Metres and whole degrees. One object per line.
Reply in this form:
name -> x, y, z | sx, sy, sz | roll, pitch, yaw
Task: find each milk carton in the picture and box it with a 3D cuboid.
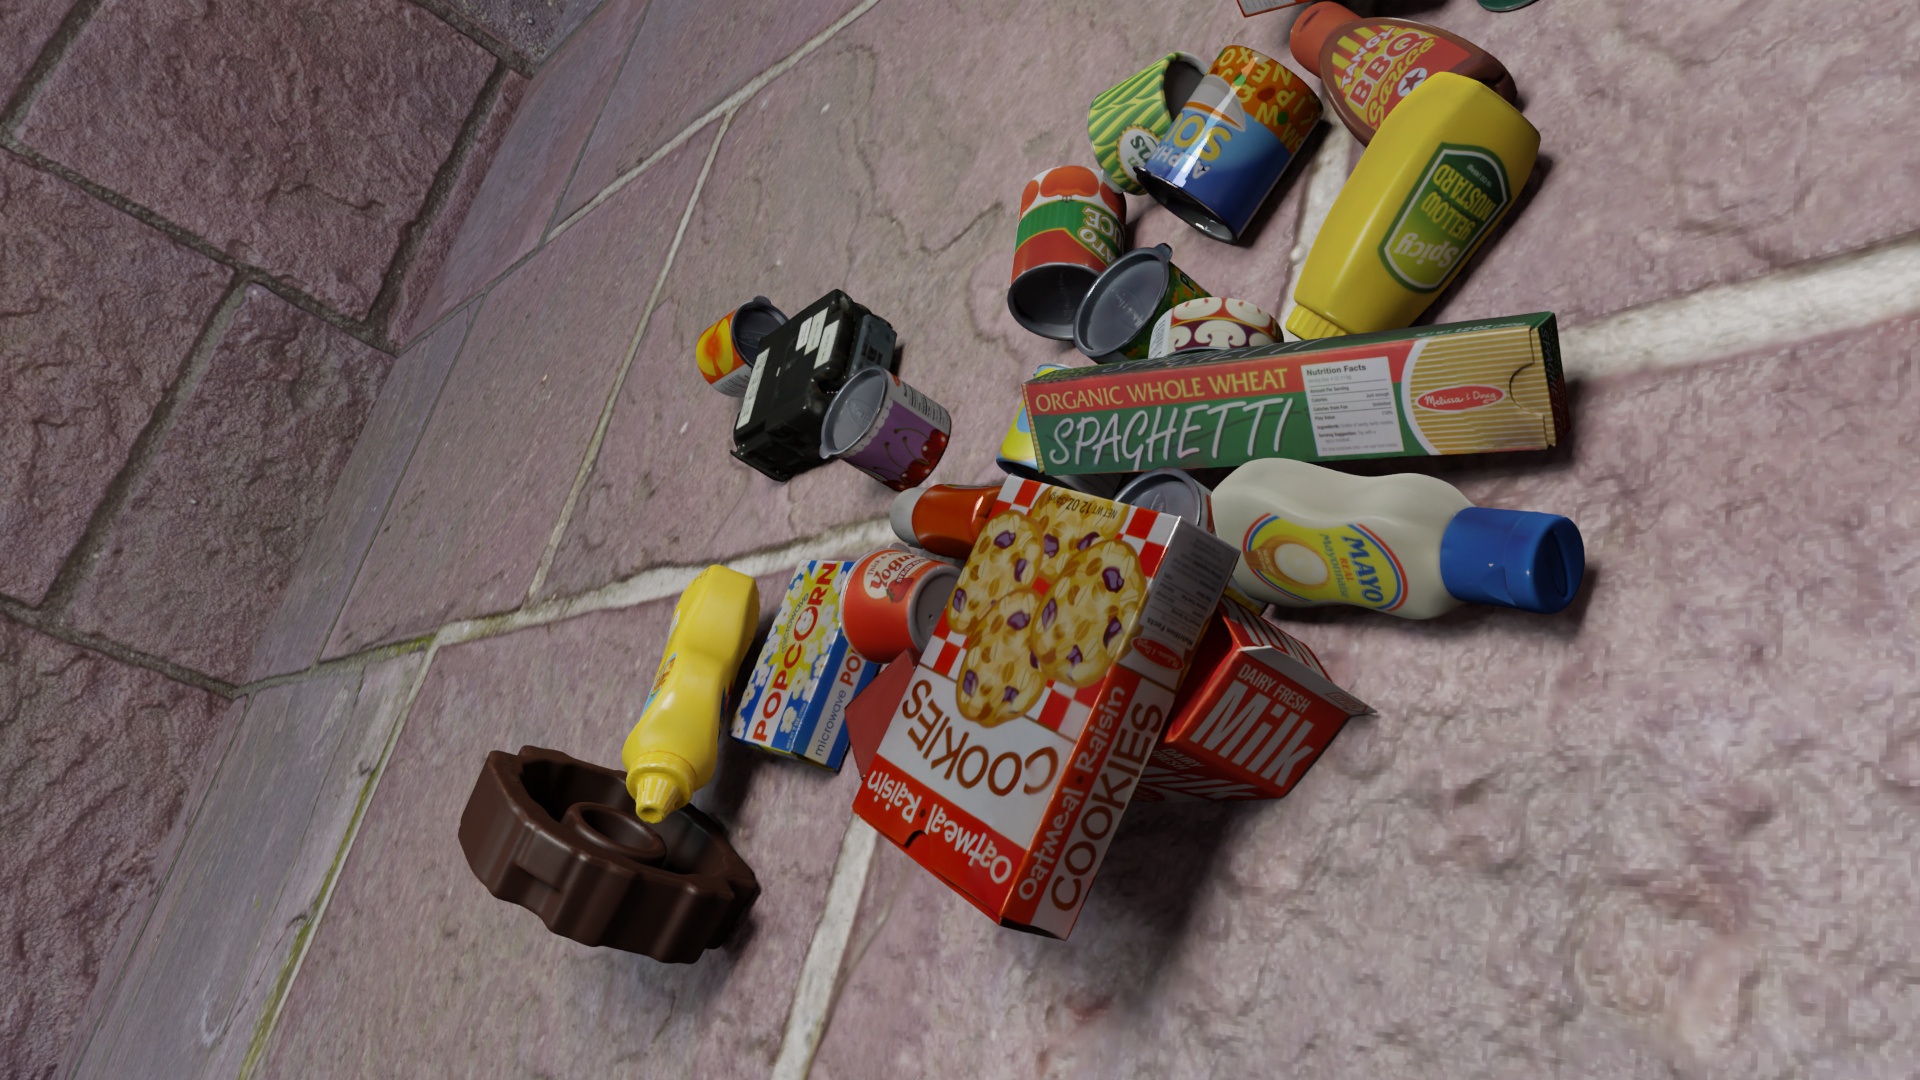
milk carton -> 0.081, 0.070, 0.607 | 0.190, 0.072, 0.074 | -16, 53, 49

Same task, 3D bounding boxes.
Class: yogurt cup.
yogurt cup -> -0.027, 0.039, 0.790 | 0.054, 0.072, 0.072 | 3, 67, 46

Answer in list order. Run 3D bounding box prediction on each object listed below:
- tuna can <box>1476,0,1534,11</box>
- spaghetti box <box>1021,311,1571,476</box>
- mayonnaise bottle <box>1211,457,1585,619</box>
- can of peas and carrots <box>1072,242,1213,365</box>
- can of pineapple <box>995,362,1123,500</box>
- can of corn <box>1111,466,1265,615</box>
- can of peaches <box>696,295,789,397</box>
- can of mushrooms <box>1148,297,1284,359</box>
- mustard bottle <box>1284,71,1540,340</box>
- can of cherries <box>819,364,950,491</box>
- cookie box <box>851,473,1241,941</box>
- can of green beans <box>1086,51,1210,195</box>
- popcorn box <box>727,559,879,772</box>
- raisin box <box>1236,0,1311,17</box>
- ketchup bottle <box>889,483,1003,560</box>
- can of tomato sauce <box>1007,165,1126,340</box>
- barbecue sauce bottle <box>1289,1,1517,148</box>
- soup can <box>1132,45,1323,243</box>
tuna can -> 0.274, -0.296, 0.675 | 0.071, 0.033, 0.071 | -35, 39, 35
spaghetti box -> 0.134, -0.060, 0.612 | 0.250, 0.050, 0.029 | -1, 19, 41
mayonnaise bottle -> 0.169, 0.002, 0.552 | 0.041, 0.064, 0.148 | -36, 25, -27
can of peas and carrots -> 0.105, -0.114, 0.736 | 0.070, 0.058, 0.071 | -33, 40, 34
can of pineapple -> 0.059, -0.054, 0.744 | 0.071, 0.071, 0.058 | 14, 77, 57
can of corn -> 0.101, 0.009, 0.641 | 0.071, 0.058, 0.071 | -34, 40, 35
can of peaches -> -0.178, -0.161, 1.156 | 0.058, 0.071, 0.071 | -22, 48, 46
can of mushrooms -> 0.127, -0.086, 0.679 | 0.071, 0.071, 0.033 | -23, 46, 44
mustard bottle -> 0.192, -0.128, 0.627 | 0.160, 0.065, 0.049 | -58, 26, 13
can of cherries -> -0.051, -0.072, 0.917 | 0.071, 0.058, 0.072 | -33, 42, 35
cookie box -> 0.030, 0.062, 0.576 | 0.123, 0.040, 0.167 | 18, 81, 57
can of green beans -> 0.118, -0.245, 0.818 | 0.057, 0.071, 0.071 | -15, 53, 48
popcorn box -> -0.089, 0.076, 0.868 | 0.085, 0.038, 0.127 | 0, 64, 55
raisin box -> 0.215, -0.330, 0.752 | 0.086, 0.040, 0.123 | -41, 26, -20
ketchup bottle -> 0.003, -0.010, 0.793 | 0.149, 0.065, 0.043 | 8, 84, 65
can of tomato sauce -> 0.067, -0.173, 0.831 | 0.071, 0.071, 0.083 | -27, 44, 41
barbecue sauce bottle -> 0.213, -0.233, 0.698 | 0.064, 0.043, 0.149 | -48, 33, 18
soup can -> 0.144, -0.216, 0.752 | 0.083, 0.071, 0.071 | -56, 32, 5
